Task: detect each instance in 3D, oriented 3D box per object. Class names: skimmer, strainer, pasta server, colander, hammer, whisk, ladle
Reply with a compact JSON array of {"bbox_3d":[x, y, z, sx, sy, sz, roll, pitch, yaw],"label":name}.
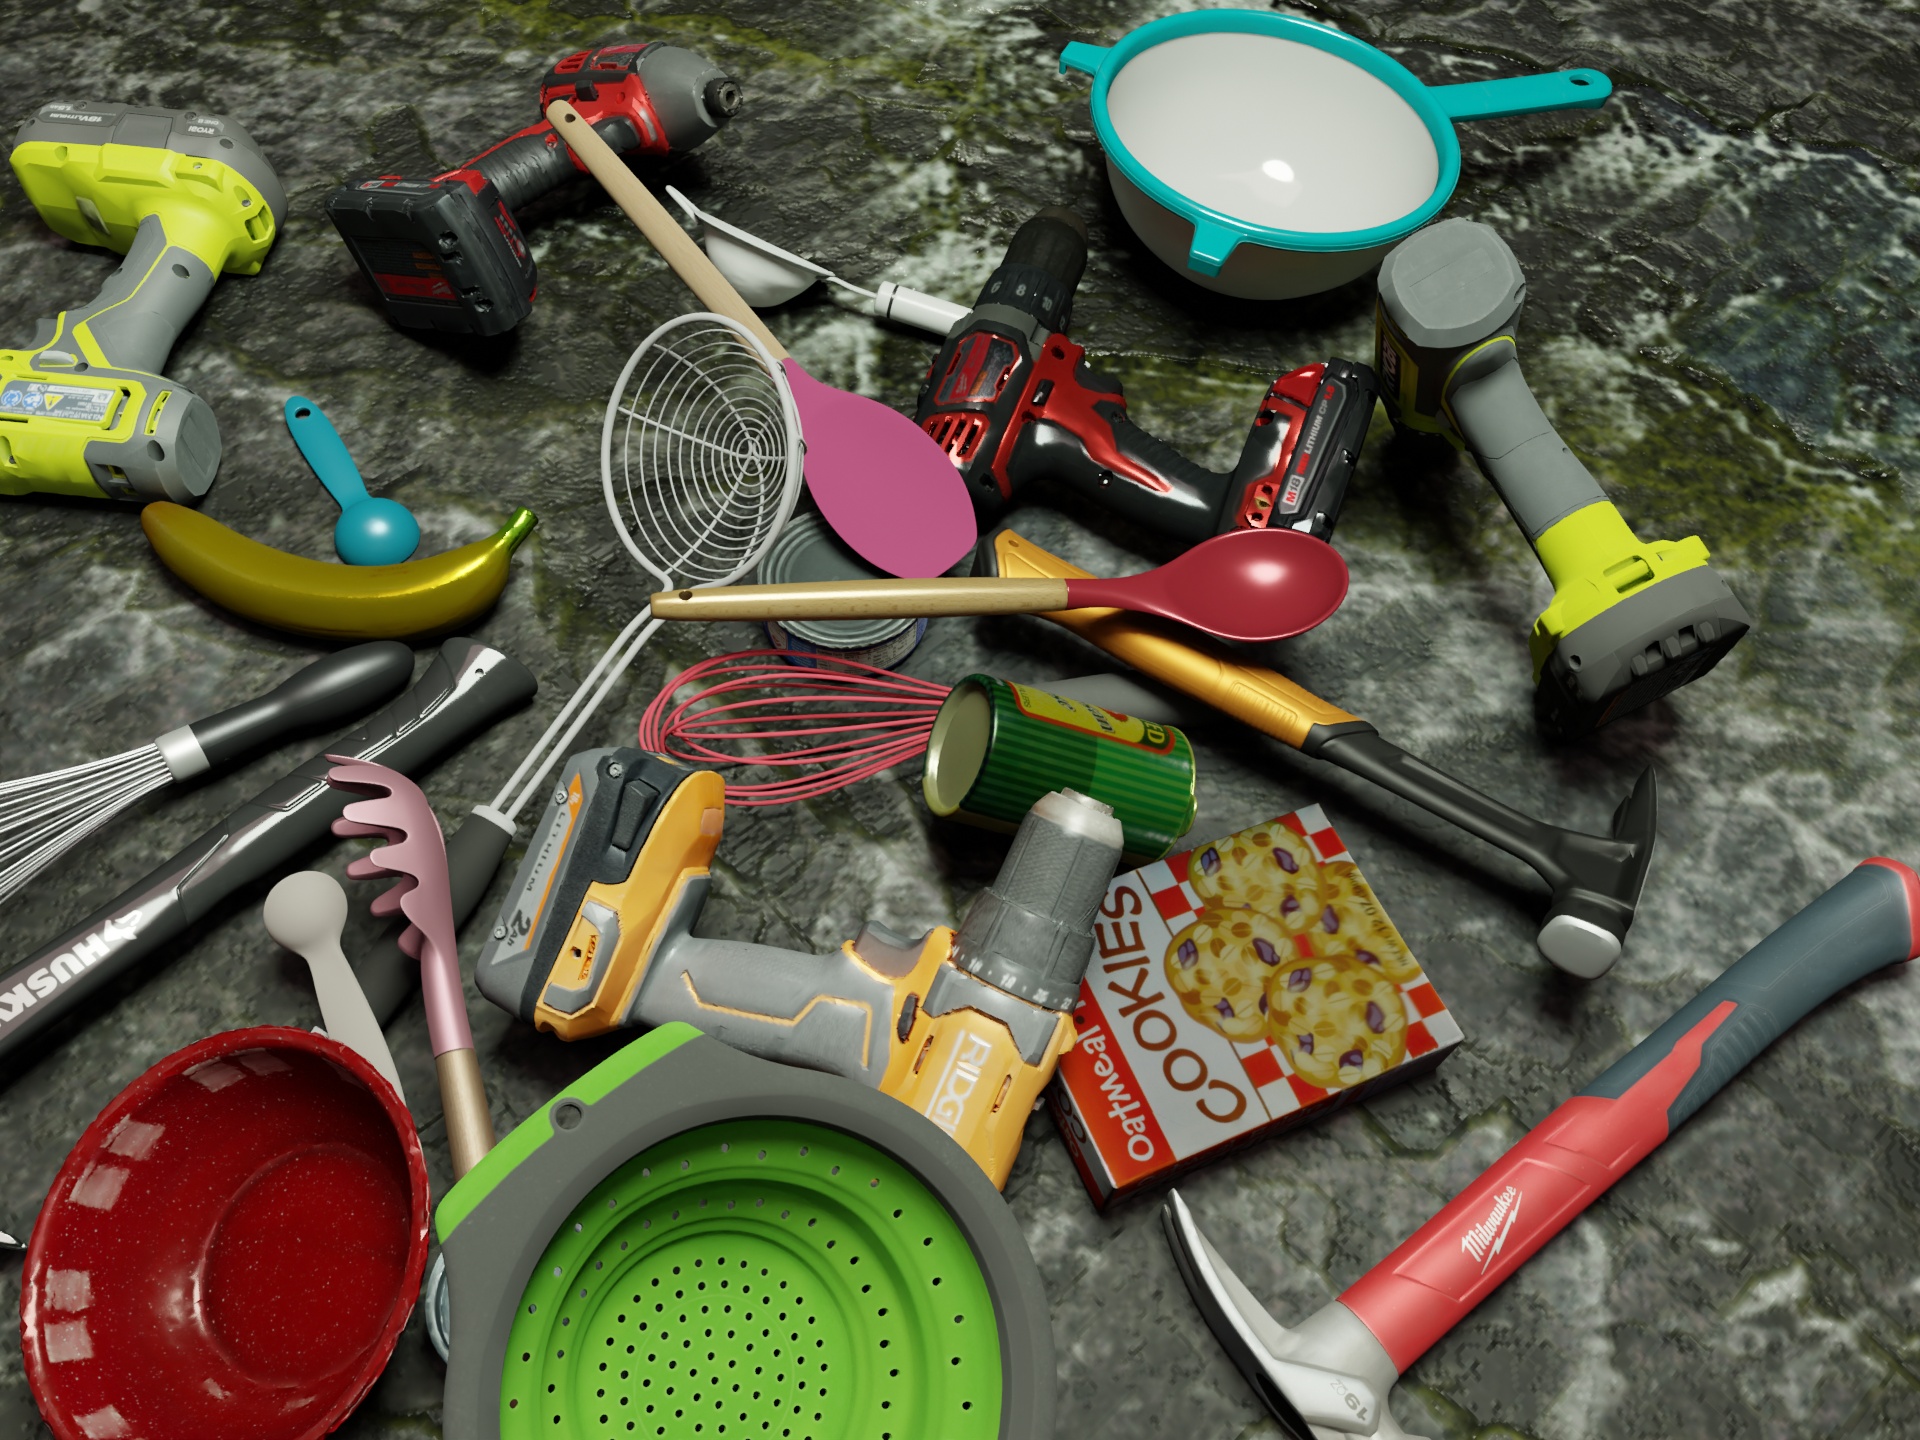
[{"bbox_3d":[-0.186,-0.020,0.701,0.127,0.090,0.363,17,64,34],"label":"skimmer"},{"bbox_3d":[-0.050,-0.238,0.899,0.258,0.050,0.087,18,15,1],"label":"strainer"},{"bbox_3d":[-0.193,0.154,0.599,0.040,0.060,0.316,-9,66,-24],"label":"pasta server"},{"bbox_3d":[-0.025,0.294,0.550,0.204,0.094,0.397,-37,85,-29],"label":"colander"},{"bbox_3d":[0.157,-0.007,0.741,0.337,0.034,0.127,29,43,13],"label":"hammer"},{"bbox_3d":[-0.001,-0.002,0.748,0.295,0.073,0.073,-5,58,-15],"label":"whisk"},{"bbox_3d":[-0.319,0.071,0.677,0.146,0.035,0.335,48,60,2],"label":"hammer"},{"bbox_3d":[0.021,-0.055,0.712,0.315,0.031,0.069,-3,50,-12],"label":"ladle"},{"bbox_3d":[0.267,0.157,0.676,0.386,0.038,0.143,-31,63,-21],"label":"hammer"},{"bbox_3d":[0.231,-0.328,0.946,0.340,0.095,0.211,-14,59,-18],"label":"strainer"},{"bbox_3d":[-0.377,0.029,0.705,0.284,0.070,0.070,-28,64,-25],"label":"whisk"}]

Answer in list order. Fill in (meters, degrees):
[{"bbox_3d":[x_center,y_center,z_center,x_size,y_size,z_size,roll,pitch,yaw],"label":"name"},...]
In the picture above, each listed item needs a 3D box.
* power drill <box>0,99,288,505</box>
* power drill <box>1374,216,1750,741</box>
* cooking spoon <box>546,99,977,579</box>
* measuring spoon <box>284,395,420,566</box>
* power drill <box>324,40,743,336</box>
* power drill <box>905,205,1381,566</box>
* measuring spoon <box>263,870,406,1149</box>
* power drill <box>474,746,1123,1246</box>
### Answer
[{"bbox_3d":[-0.461,-0.219,0.838,0.171,0.080,0.223,6,61,-1],"label":"power drill"},{"bbox_3d":[0.274,-0.110,0.775,0.080,0.190,0.229,-28,73,7],"label":"power drill"},{"bbox_3d":[-0.106,-0.196,0.799,0.069,0.017,0.319,-39,83,-13],"label":"cooking spoon"},{"bbox_3d":[-0.322,-0.130,0.821,0.042,0.021,0.129,-29,66,-20],"label":"measuring spoon"},{"bbox_3d":[-0.226,-0.308,0.887,0.143,0.078,0.220,15,52,37],"label":"power drill"},{"bbox_3d":[0.097,-0.168,0.830,0.227,0.080,0.188,19,71,11],"label":"power drill"},{"bbox_3d":[-0.252,0.116,0.642,0.034,0.018,0.124,-28,73,-2],"label":"measuring spoon"},{"bbox_3d":[-0.057,0.083,0.641,0.226,0.084,0.185,24,90,10],"label":"power drill"}]
